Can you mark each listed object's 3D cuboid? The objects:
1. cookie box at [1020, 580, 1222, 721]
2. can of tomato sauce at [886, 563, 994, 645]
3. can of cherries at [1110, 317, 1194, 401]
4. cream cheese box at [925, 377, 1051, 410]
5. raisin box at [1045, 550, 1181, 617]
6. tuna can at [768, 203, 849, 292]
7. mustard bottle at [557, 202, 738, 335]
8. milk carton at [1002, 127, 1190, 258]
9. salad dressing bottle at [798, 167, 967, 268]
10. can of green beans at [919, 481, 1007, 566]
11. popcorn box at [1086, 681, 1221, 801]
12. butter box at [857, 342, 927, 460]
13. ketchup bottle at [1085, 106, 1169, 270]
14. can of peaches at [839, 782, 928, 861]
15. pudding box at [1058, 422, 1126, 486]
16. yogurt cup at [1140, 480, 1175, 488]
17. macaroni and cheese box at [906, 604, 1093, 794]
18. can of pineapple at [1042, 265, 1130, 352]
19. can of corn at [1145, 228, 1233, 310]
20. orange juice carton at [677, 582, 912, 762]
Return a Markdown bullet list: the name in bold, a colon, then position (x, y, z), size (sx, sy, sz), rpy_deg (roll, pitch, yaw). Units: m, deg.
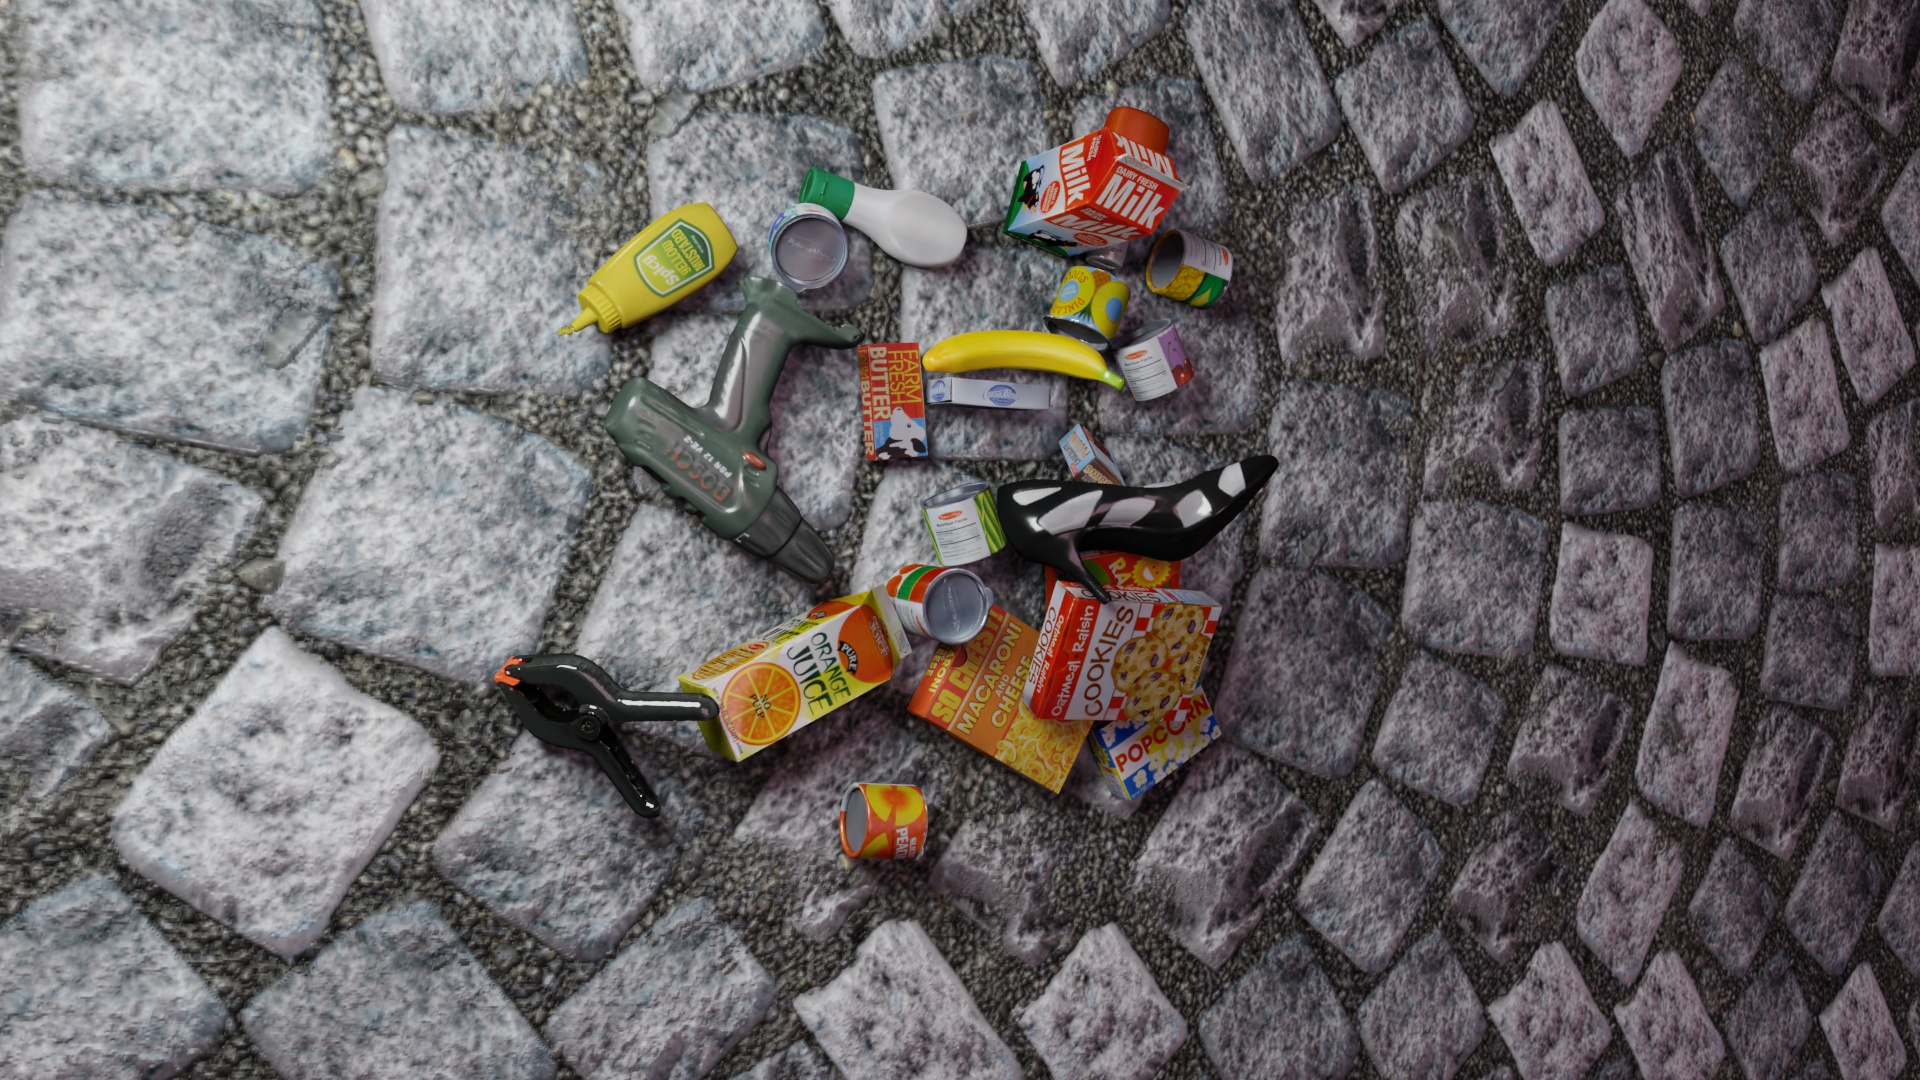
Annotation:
- **cookie box**: position (0.149, 0.104, 1.282), size (0.168, 0.040, 0.122), rpy_deg (5, 110, -29)
- **can of tomato sauce**: position (-0.021, 0.054, 1.232), size (0.071, 0.083, 0.071), rpy_deg (-1, 93, -28)
- **can of cherries**: position (0.187, -0.176, 1.345), size (0.072, 0.071, 0.058), rpy_deg (-34, 107, -23)
- **cream cheese box**: position (0.025, -0.132, 1.266), size (0.104, 0.053, 0.024), rpy_deg (1, 92, -28)
- **raisin box**: position (0.144, 0.038, 1.310), size (0.123, 0.040, 0.085), rpy_deg (-9, 120, -12)
- **tuna can**: position (-0.130, -0.248, 1.177), size (0.071, 0.033, 0.070), rpy_deg (-6, 122, -10)
- **mustard bottle**: position (-0.255, -0.209, 1.116), size (0.161, 0.049, 0.065), rpy_deg (-42, 108, -20)
- **milk carton**: position (0.120, -0.309, 1.232), size (0.072, 0.190, 0.073), rpy_deg (18, 84, -28)
- **salad dressing bottle**: position (-0.068, -0.285, 1.217), size (0.148, 0.044, 0.064), rpy_deg (16, 90, -26)
- **can of green beans**: position (0.004, -0.015, 1.252), size (0.071, 0.071, 0.057), rpy_deg (-24, 104, -25)
- **popcorn box**: position (0.189, 0.187, 1.374), size (0.127, 0.038, 0.085), rpy_deg (-31, 106, -24)
- **butter box**: position (-0.060, -0.124, 1.238), size (0.053, 0.024, 0.103), rpy_deg (-7, 96, -28)
- **ketchup bottle**: position (0.155, -0.336, 1.333), size (0.065, 0.043, 0.149), rpy_deg (17, 84, -27)
- **can of peaches**: position (-0.068, 0.249, 1.222), size (0.058, 0.071, 0.071), rpy_deg (8, 88, -27)
- **pudding box**: position (0.124, -0.071, 1.304), size (0.030, 0.084, 0.049), rpy_deg (-42, 115, 15)
- **yogurt cup**: position (0.187, -0.017, 1.352), size (0.072, 0.072, 0.053), rpy_deg (-35, 116, -22)
- **macaroni and cheese box**: position (0.049, 0.144, 1.297), size (0.166, 0.040, 0.124), rpy_deg (33, 76, -25)
- **can of pineapple**: position (0.119, -0.218, 1.305), size (0.071, 0.071, 0.058), rpy_deg (27, 79, -26)
- **can of corn**: position (0.222, -0.264, 1.361), size (0.058, 0.071, 0.071), rpy_deg (14, 86, -27)
- **orange juice carton**: position (-0.132, 0.107, 1.181), size (0.193, 0.073, 0.071), rpy_deg (-27, 104, -25)
